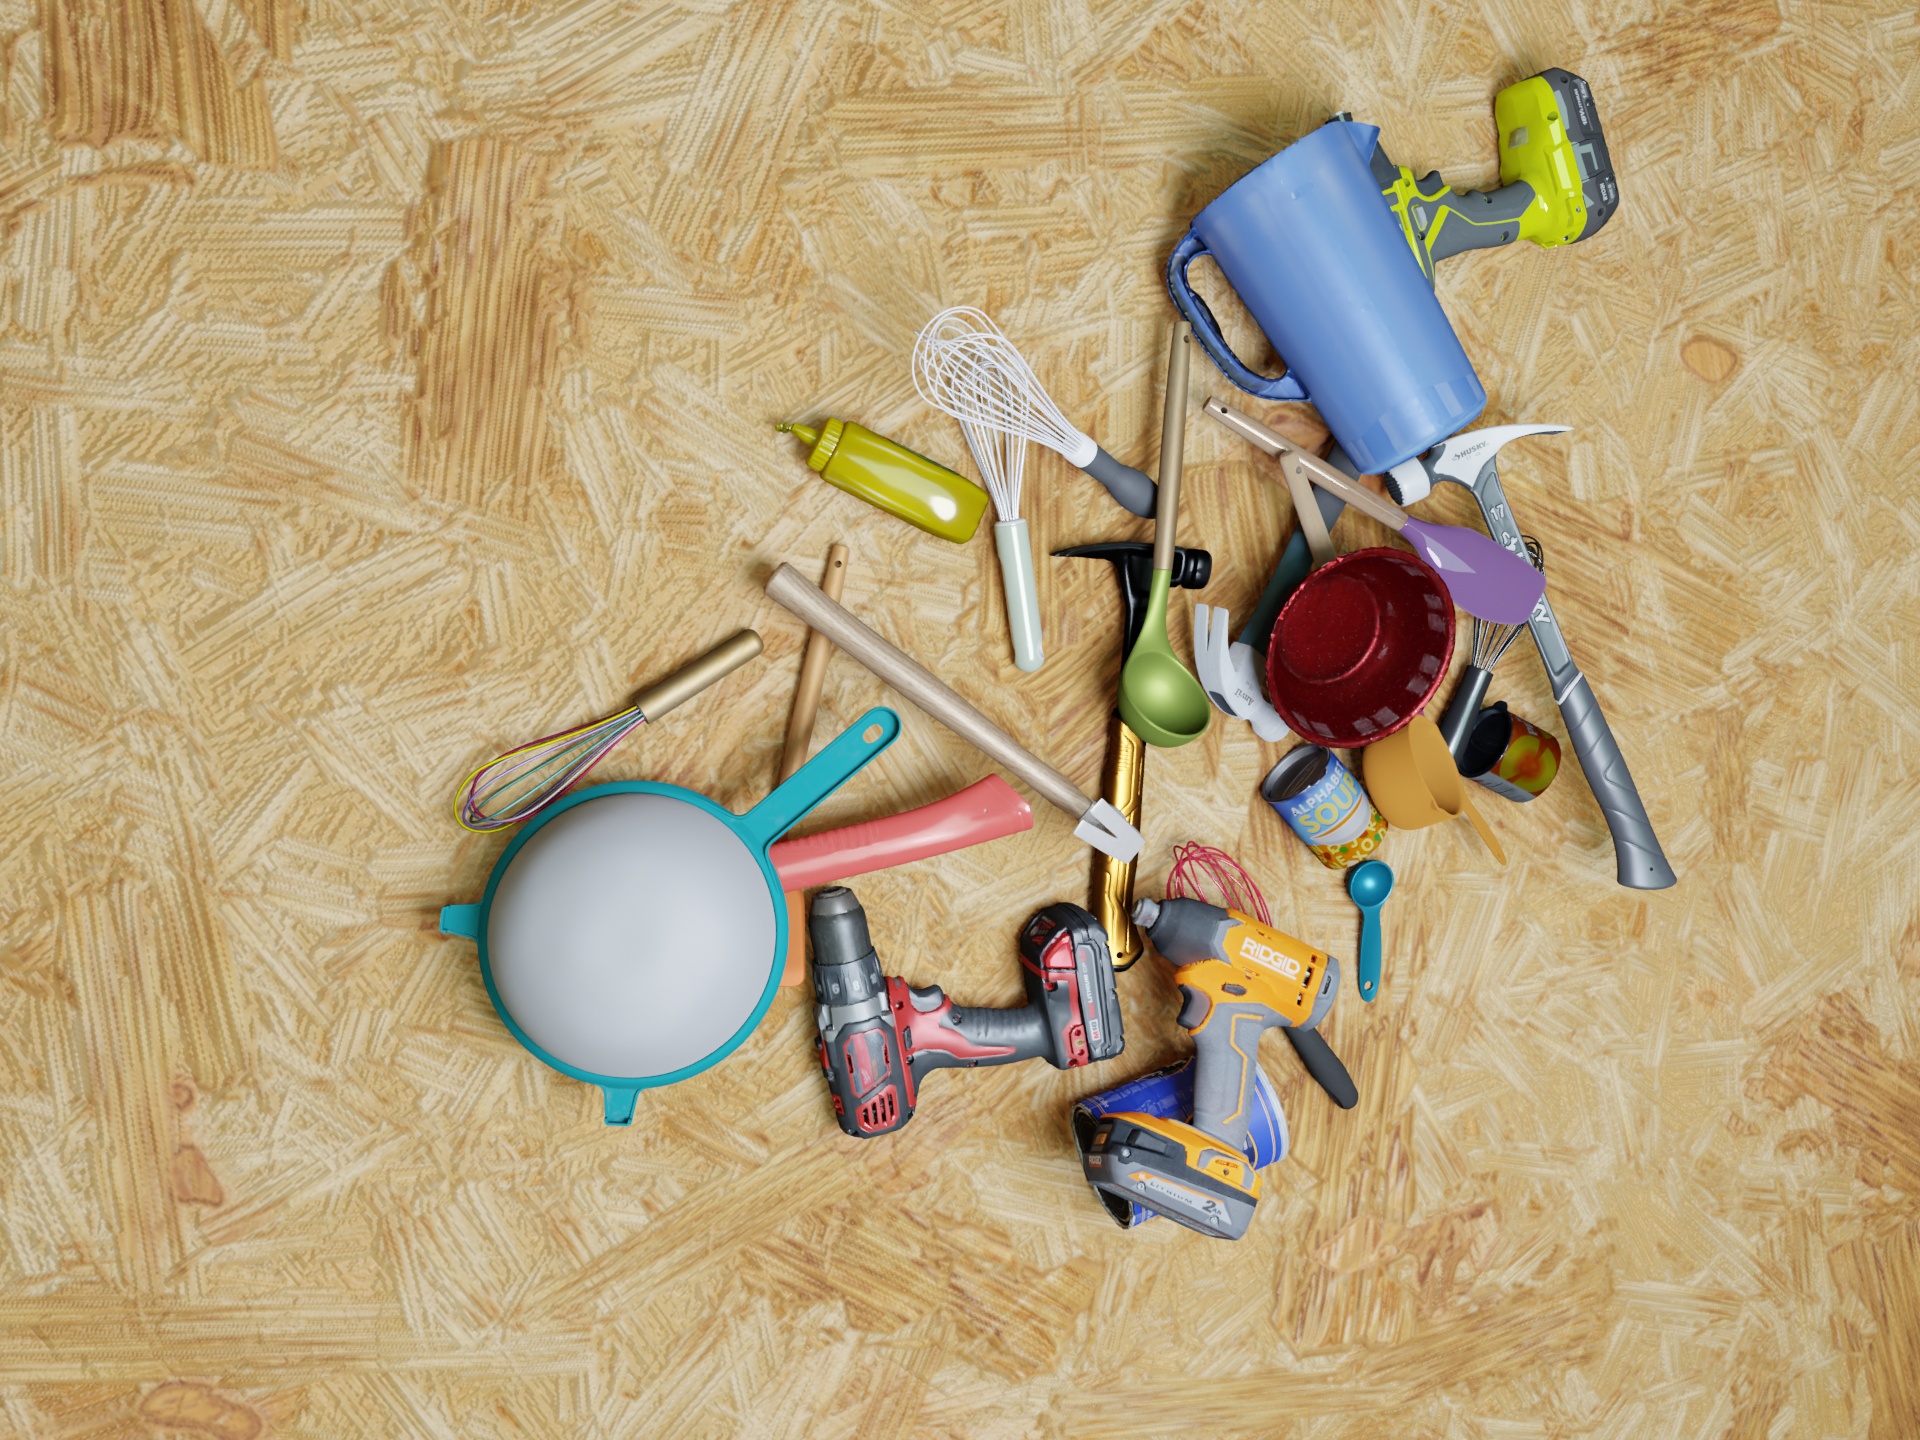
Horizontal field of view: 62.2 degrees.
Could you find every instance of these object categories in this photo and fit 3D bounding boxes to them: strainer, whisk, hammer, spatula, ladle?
[{"bbox_3d":[-0.171,0.104,1.056,0.340,0.095,0.211,-40,91,-4],"label":"strainer"},{"bbox_3d":[0.432,-0.042,1.331,0.055,0.055,0.239,20,93,-19],"label":"whisk"},{"bbox_3d":[0.282,-0.155,1.266,0.128,0.033,0.331,32,81,-38],"label":"hammer"},{"bbox_3d":[0.489,-0.048,1.288,0.149,0.036,0.409,-25,95,-1],"label":"hammer"},{"bbox_3d":[0.249,0.212,1.290,0.073,0.073,0.295,-39,111,-11],"label":"whisk"},{"bbox_3d":[0.035,-0.156,1.192,0.059,0.058,0.246,-5,102,17],"label":"whisk"},{"bbox_3d":[-0.002,-0.004,1.139,0.331,0.130,0.031,37,92,-7],"label":"hammer"},{"bbox_3d":[0.067,-0.211,1.145,0.284,0.070,0.070,26,87,-44],"label":"whisk"},{"bbox_3d":[-0.123,0.113,1.125,0.359,0.037,0.149,-13,89,-6],"label":"hammer"},{"bbox_3d":[-0.121,0.030,1.158,0.081,0.041,0.322,12,90,-6],"label":"spatula"},{"bbox_3d":[-0.244,0.004,1.115,0.245,0.051,0.047,-34,99,-15],"label":"whisk"},{"bbox_3d":[0.123,0.029,1.241,0.127,0.034,0.337,2,95,-19],"label":"hammer"},{"bbox_3d":[0.161,-0.140,1.190,0.078,0.062,0.320,3,92,-32],"label":"ladle"},{"bbox_3d":[0.321,-0.164,1.232,0.315,0.018,0.060,29,89,-11],"label":"spatula"}]

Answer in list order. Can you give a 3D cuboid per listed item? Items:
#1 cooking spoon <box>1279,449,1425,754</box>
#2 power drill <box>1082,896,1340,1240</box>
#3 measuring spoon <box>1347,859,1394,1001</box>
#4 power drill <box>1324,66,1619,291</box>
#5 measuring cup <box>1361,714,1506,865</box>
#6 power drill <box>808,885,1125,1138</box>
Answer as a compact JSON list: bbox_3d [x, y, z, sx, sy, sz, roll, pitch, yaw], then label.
[{"bbox_3d":[0.311,-0.076,1.269,0.069,0.017,0.318,-35,119,-13],"label":"cooking spoon"},{"bbox_3d":[0.172,0.245,1.172,0.164,0.084,0.226,26,71,-7],"label":"power drill"},{"bbox_3d":[0.341,0.176,1.341,0.042,0.021,0.128,-8,107,-18],"label":"measuring spoon"},{"bbox_3d":[0.396,-0.424,1.264,0.223,0.080,0.171,-24,102,-11],"label":"power drill"},{"bbox_3d":[0.386,0.071,1.297,0.173,0.052,0.095,46,38,-29],"label":"measuring cup"},{"bbox_3d":[-0.003,0.198,1.198,0.226,0.080,0.188,-12,99,-14],"label":"power drill"}]
